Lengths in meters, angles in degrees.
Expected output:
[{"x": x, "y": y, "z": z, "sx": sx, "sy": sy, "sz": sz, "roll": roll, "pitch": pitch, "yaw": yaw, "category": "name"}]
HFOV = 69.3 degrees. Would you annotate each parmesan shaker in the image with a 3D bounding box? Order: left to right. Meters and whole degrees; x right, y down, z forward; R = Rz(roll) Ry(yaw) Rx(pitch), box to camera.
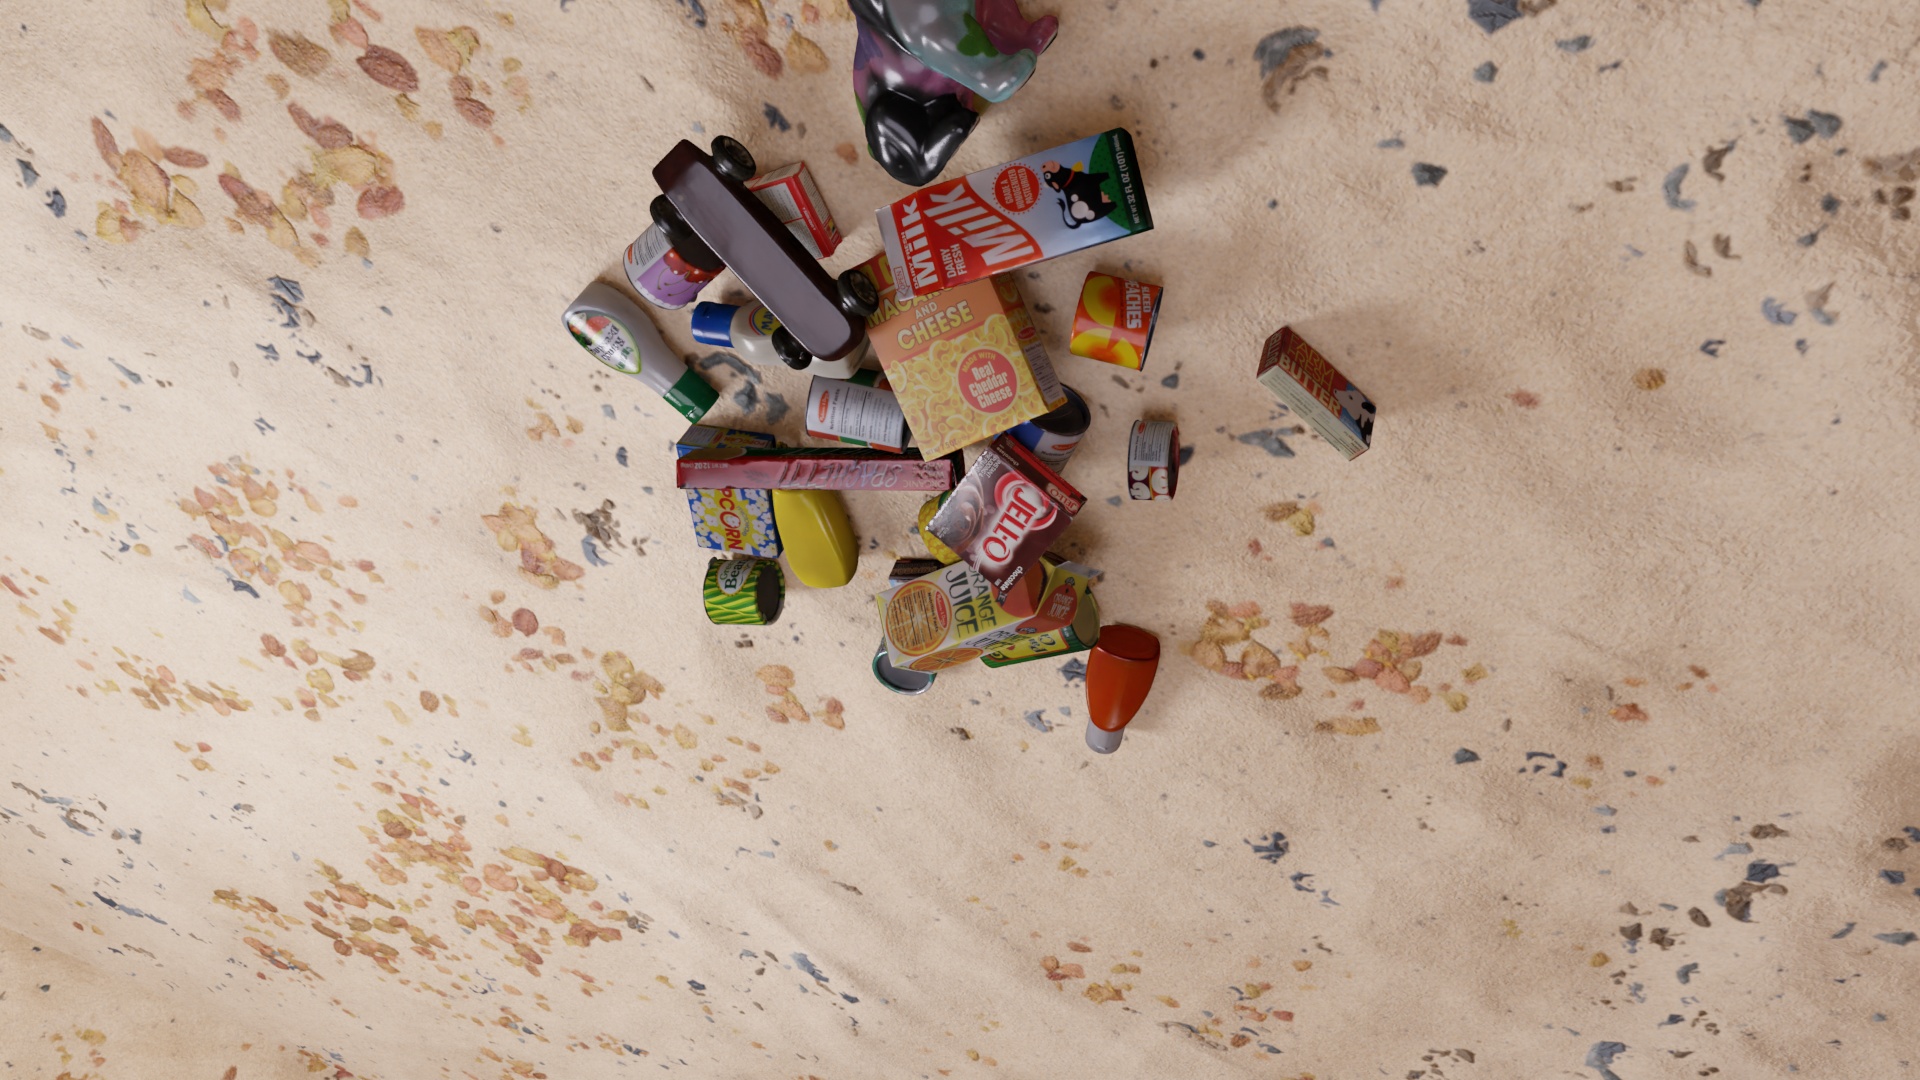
[{"x": 0.069, "y": 0.075, "z": 1.290, "sx": 0.103, "sy": 0.072, "sz": 0.071, "roll": -14, "pitch": 123, "yaw": 29, "category": "parmesan shaker"}]

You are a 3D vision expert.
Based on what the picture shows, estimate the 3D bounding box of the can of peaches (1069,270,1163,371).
[{"x": 0.119, "y": -0.169, "z": 1.057, "sx": 0.058, "sy": 0.071, "sz": 0.070, "roll": 15, "pitch": 133, "yaw": 9, "category": "can of peaches"}]

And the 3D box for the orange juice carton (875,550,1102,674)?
[{"x": 0.028, "y": 0.055, "z": 1.235, "sx": 0.192, "sy": 0.073, "sz": 0.072, "roll": -22, "pitch": 160, "yaw": 24, "category": "orange juice carton"}]

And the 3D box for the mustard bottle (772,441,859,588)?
[{"x": -0.140, "y": -0.028, "z": 1.287, "sx": 0.065, "sy": 0.049, "sz": 0.159, "roll": 0, "pitch": 128, "yaw": 20, "category": "mustard bottle"}]

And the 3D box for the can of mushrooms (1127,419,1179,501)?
[{"x": 0.158, "y": -0.064, "z": 1.135, "sx": 0.033, "sy": 0.071, "sz": 0.070, "roll": 3, "pitch": 130, "yaw": 17, "category": "can of mushrooms"}]

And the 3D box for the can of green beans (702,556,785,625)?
[{"x": -0.213, "y": 0.051, "z": 1.371, "sx": 0.058, "sy": 0.071, "sz": 0.071, "roll": 0, "pitch": 129, "yaw": 20, "category": "can of green beans"}]

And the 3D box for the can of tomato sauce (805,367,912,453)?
[{"x": -0.082, "y": -0.114, "z": 1.179, "sx": 0.083, "sy": 0.071, "sz": 0.070, "roll": 11, "pitch": 132, "yaw": 6, "category": "can of tomato sauce"}]

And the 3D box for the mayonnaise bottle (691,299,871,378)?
[{"x": -0.151, "y": -0.173, "z": 1.158, "sx": 0.148, "sy": 0.065, "sz": 0.041, "roll": 10, "pitch": 145, "yaw": 16, "category": "mayonnaise bottle"}]

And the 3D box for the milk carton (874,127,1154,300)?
[{"x": 0.036, "y": -0.229, "z": 0.990, "sx": 0.190, "sy": 0.073, "sz": 0.072, "roll": -13, "pitch": 99, "yaw": 14, "category": "milk carton"}]

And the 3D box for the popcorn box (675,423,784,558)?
[{"x": -0.212, "y": -0.045, "z": 1.306, "sx": 0.085, "sy": 0.038, "sz": 0.126, "roll": 9, "pitch": 132, "yaw": 14, "category": "popcorn box"}]

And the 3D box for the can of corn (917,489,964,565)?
[{"x": 0.004, "y": -0.015, "z": 1.230, "sx": 0.058, "sy": 0.071, "sz": 0.071, "roll": -29, "pitch": 115, "yaw": 37, "category": "can of corn"}]

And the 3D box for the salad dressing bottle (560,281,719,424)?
[{"x": -0.280, "y": -0.163, "z": 1.224, "sx": 0.147, "sy": 0.044, "sz": 0.064, "roll": 41, "pitch": 130, "yaw": -16, "category": "salad dressing bottle"}]

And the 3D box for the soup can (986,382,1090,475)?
[{"x": 0.060, "y": -0.085, "z": 1.155, "sx": 0.071, "sy": 0.072, "sz": 0.083, "roll": 26, "pitch": 134, "yaw": -3, "category": "soup can"}]

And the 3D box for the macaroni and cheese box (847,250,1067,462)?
[{"x": -0.006, "y": -0.160, "z": 1.089, "sx": 0.123, "sy": 0.040, "sz": 0.166, "roll": -21, "pitch": 97, "yaw": 33, "category": "macaroni and cheese box"}]

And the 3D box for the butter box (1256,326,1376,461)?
[{"x": 0.272, "y": -0.112, "z": 1.059, "sx": 0.103, "sy": 0.053, "sz": 0.024, "roll": 38, "pitch": 134, "yaw": -13, "category": "butter box"}]

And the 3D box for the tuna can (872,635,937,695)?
[{"x": -0.055, "y": 0.121, "z": 1.396, "sx": 0.071, "sy": 0.033, "sz": 0.070, "roll": 10, "pitch": 132, "yaw": 11, "category": "tuna can"}]

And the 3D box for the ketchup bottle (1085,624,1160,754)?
[{"x": 0.148, "y": 0.147, "z": 1.337, "sx": 0.065, "sy": 0.044, "sz": 0.148, "roll": 13, "pitch": 133, "yaw": 6, "category": "ketchup bottle"}]

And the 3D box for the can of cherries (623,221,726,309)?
[{"x": -0.229, "y": -0.231, "z": 1.134, "sx": 0.071, "sy": 0.072, "sz": 0.058, "roll": 44, "pitch": 129, "yaw": -19, "category": "can of cherries"}]

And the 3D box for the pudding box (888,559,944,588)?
[{"x": -0.034, "y": 0.058, "z": 1.336, "sx": 0.049, "sy": 0.030, "sz": 0.083, "roll": -1, "pitch": 129, "yaw": 20, "category": "pudding box"}]

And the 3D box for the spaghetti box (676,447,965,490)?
[{"x": -0.121, "y": -0.063, "z": 1.208, "sx": 0.250, "sy": 0.050, "sz": 0.028, "roll": 0, "pitch": 106, "yaw": 10, "category": "spaghetti box"}]
